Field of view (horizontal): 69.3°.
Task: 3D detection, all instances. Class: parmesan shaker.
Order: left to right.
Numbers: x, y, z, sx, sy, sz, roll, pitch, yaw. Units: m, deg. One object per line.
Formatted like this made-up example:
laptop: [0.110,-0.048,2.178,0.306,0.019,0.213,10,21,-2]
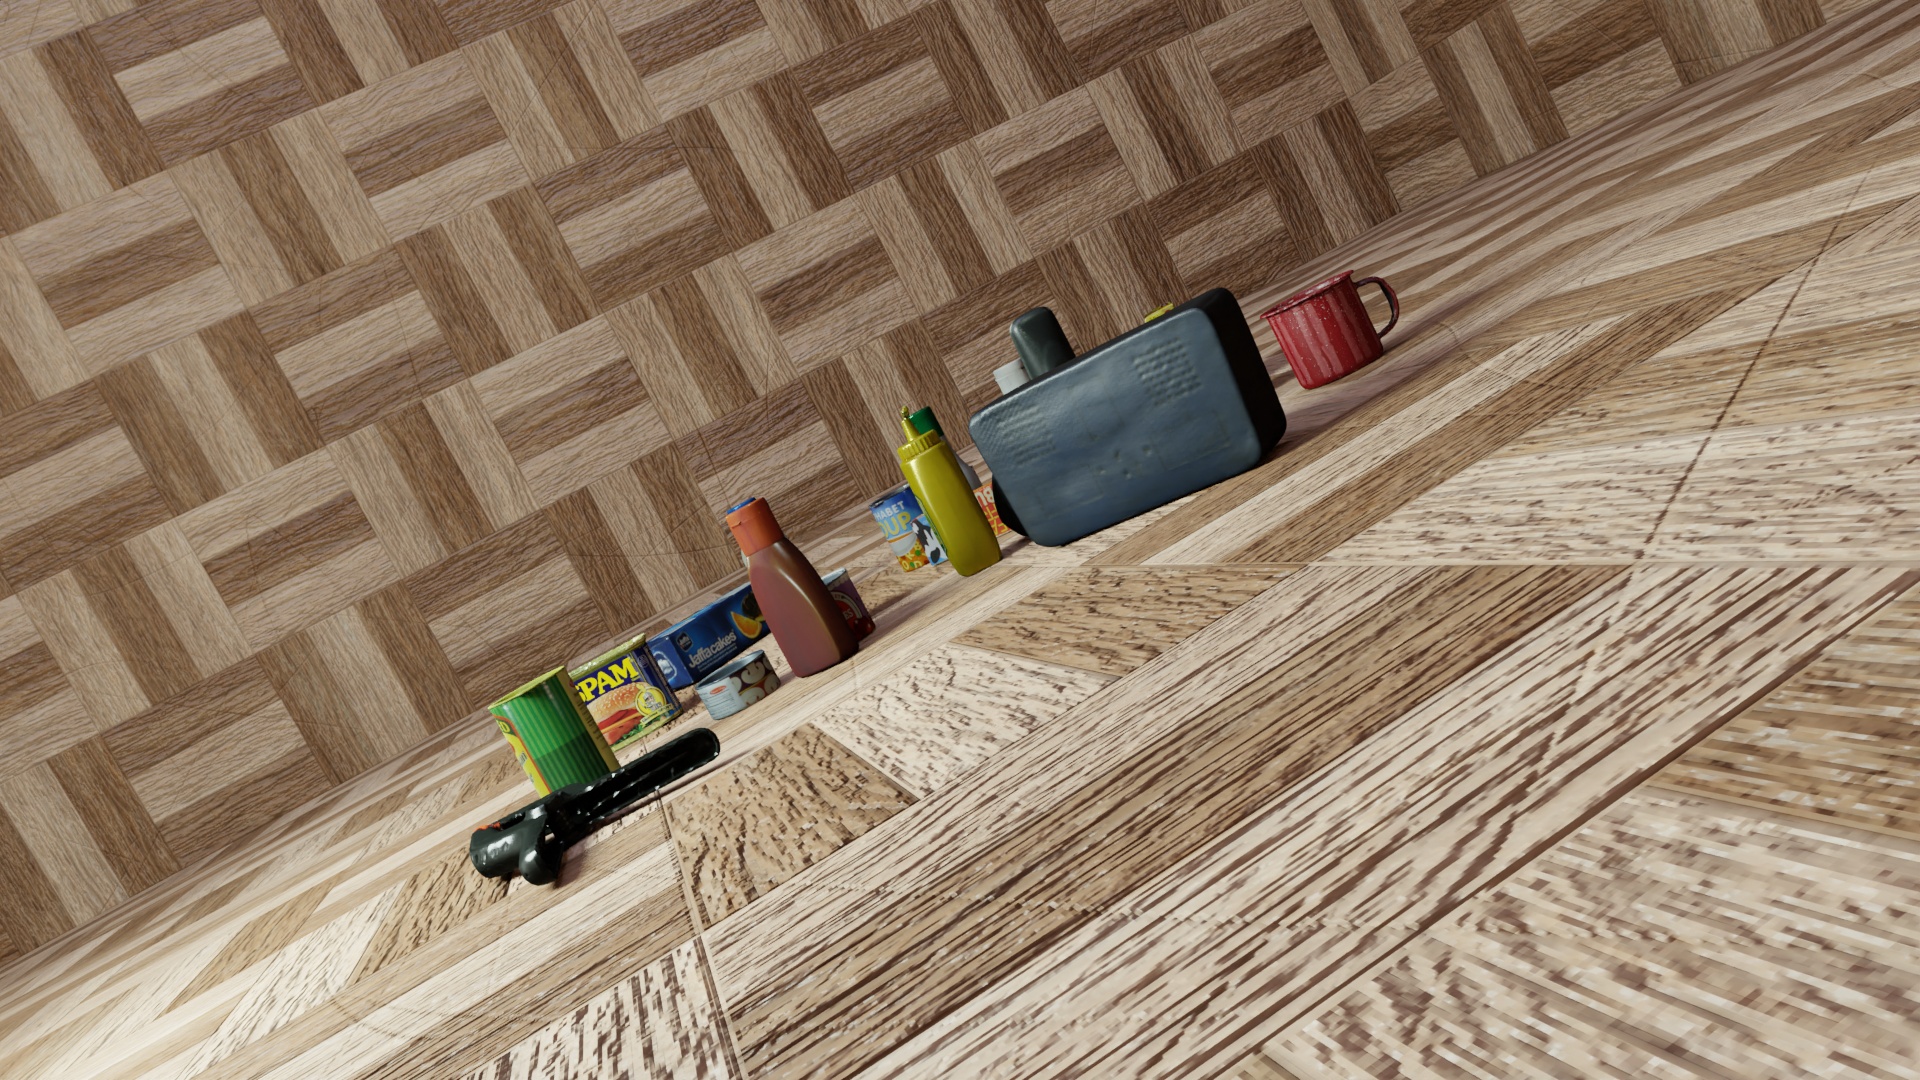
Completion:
parmesan shaker: [-0.319,0.160,1.101,0.071,0.103,0.071,-27,6,3]

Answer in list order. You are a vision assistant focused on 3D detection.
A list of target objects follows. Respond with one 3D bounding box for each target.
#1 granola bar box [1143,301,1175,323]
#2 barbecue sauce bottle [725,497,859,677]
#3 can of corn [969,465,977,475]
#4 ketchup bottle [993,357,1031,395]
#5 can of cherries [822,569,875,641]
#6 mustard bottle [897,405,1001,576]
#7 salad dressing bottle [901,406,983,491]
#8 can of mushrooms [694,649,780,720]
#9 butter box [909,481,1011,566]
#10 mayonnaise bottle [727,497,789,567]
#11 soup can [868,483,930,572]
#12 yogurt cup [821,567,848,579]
granola bar box: [0.252,-0.208,1.578,0.039,0.124,0.166,-27,6,11]
barbecue sauce bottle: [-0.143,0.037,1.141,0.064,0.148,0.044,-23,7,38]
can of corn: [-0.003,-0.050,1.692,0.071,0.058,0.071,-27,6,3]
ketchup bottle: [0.083,-0.122,1.481,0.043,0.148,0.065,-25,6,31]
can of cherries: [-0.115,0.066,1.207,0.071,0.058,0.071,-27,6,3]
mustard bottle: [-0.017,-0.046,1.238,0.049,0.160,0.065,-28,6,-2]
salad dressing bottle: [-0.018,-0.081,1.586,0.064,0.147,0.044,-23,7,42]
can of mushrooms: [-0.187,0.121,1.177,0.071,0.033,0.071,-27,6,3]
butter box: [0.005,-0.018,1.408,0.103,0.053,0.024,-25,6,26]
mayonnaise bottle: [-0.214,0.023,1.575,0.065,0.148,0.041,-31,6,-31]
soup can: [-0.053,-0.015,1.500,0.071,0.083,0.071,-27,6,3]
yogurt cup: [-0.124,0.064,1.286,0.072,0.054,0.072,-27,6,3]
